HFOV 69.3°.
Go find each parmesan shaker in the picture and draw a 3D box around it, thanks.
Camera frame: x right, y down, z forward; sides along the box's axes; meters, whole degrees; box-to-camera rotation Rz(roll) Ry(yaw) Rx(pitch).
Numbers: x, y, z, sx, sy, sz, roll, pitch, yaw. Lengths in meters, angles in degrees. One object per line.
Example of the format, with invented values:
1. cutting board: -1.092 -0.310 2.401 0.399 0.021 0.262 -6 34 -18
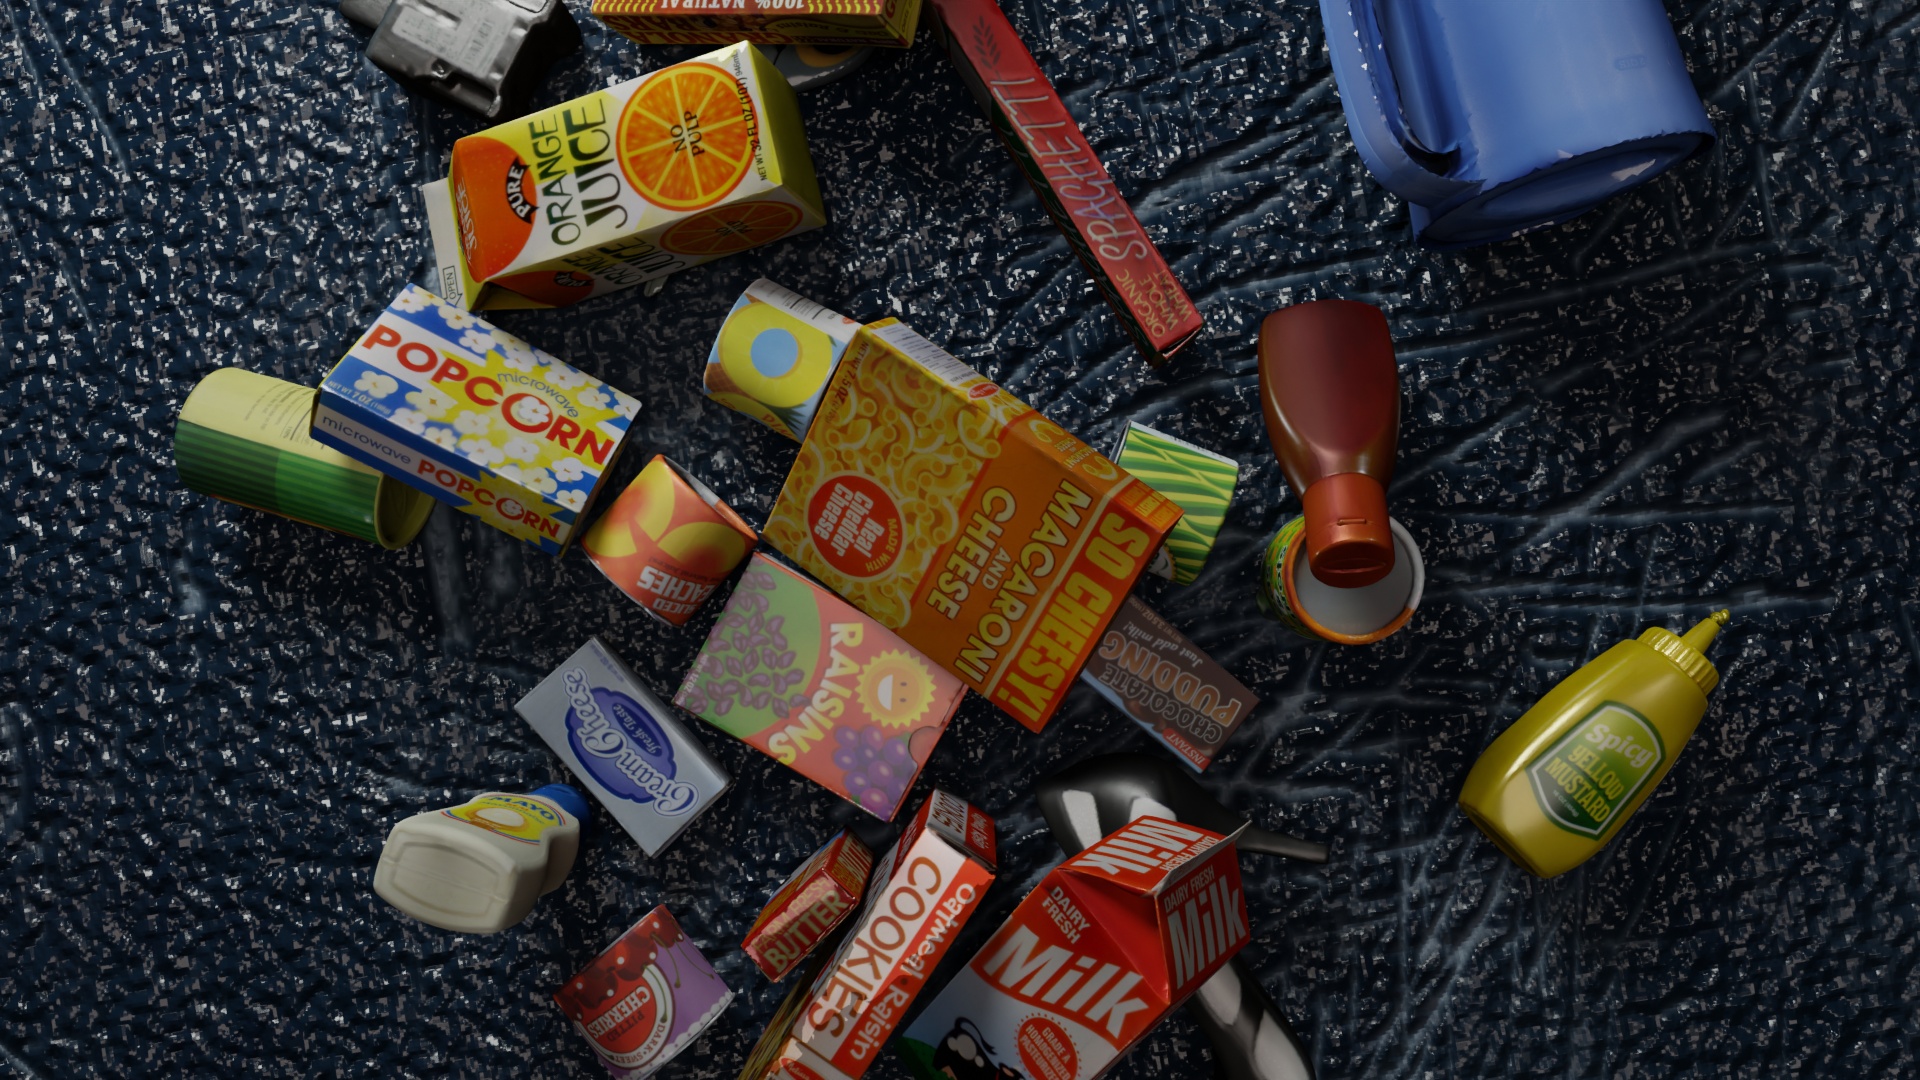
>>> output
1. parmesan shaker: -0.317 -0.042 0.685 0.103 0.071 0.071 15 89 3

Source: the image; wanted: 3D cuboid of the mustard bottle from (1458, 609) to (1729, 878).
1. mustard bottle: 0.316 0.089 0.672 0.065 0.049 0.160 44 90 1

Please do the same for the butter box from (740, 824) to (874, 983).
1. butter box: -0.069 0.168 0.651 0.053 0.103 0.024 -44 89 -1

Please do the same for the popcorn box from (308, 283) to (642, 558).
1. popcorn box: -0.226 -0.058 0.658 0.127 0.085 0.038 28 133 -12

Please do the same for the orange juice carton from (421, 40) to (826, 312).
1. orange juice carton: -0.170 -0.167 0.670 0.192 0.073 0.072 -15 86 11

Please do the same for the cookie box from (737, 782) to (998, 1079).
1. cookie box: -0.043 0.198 0.639 0.040 0.123 0.167 34 89 1

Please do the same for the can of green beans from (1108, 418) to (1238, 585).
1. can of green beans: 0.095 -0.018 0.673 0.058 0.071 0.071 22 89 1

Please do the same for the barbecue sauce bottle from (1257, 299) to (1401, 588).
1. barbecue sauce bottle: 0.174 -0.047 0.644 0.065 0.043 0.149 -3 51 10

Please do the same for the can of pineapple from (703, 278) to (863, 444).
1. can of pineapple: -0.086 -0.085 0.679 0.058 0.071 0.071 27 89 2

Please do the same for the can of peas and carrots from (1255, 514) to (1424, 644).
1. can of peas and carrots: 0.181 0.018 0.673 0.071 0.058 0.071 0 88 1

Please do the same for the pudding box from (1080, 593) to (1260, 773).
1. pudding box: 0.099 0.070 0.687 0.084 0.030 0.049 40 90 2

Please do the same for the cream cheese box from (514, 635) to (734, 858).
1. cream cheese box: -0.167 0.102 0.694 0.053 0.024 0.104 -43 88 0

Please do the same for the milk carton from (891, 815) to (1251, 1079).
1. milk carton: 0.056 0.189 0.611 0.073 0.072 0.189 49 123 21

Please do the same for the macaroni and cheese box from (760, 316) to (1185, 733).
1. macaroni and cheese box: 0.002 -0.008 0.650 0.166 0.040 0.123 35 118 12

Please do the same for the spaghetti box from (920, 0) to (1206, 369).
1. spaghetti box: 0.041 -0.197 0.688 0.029 0.050 0.250 -33 88 2

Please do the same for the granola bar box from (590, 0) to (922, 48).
1. granola bar box: -0.091 -0.305 0.671 0.165 0.039 0.124 10 89 25

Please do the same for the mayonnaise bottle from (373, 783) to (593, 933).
1. mayonnaise bottle: -0.206 0.139 0.632 0.065 0.148 0.041 18 89 2

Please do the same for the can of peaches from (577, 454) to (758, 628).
1. can of peaches: -0.140 0.001 0.675 0.071 0.071 0.058 42 89 2

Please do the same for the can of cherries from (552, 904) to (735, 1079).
1. can of cherries: -0.153 0.219 0.667 0.071 0.071 0.058 -39 88 0

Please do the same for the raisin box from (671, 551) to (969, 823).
1. raisin box: -0.066 0.071 0.686 0.123 0.040 0.086 29 88 1
